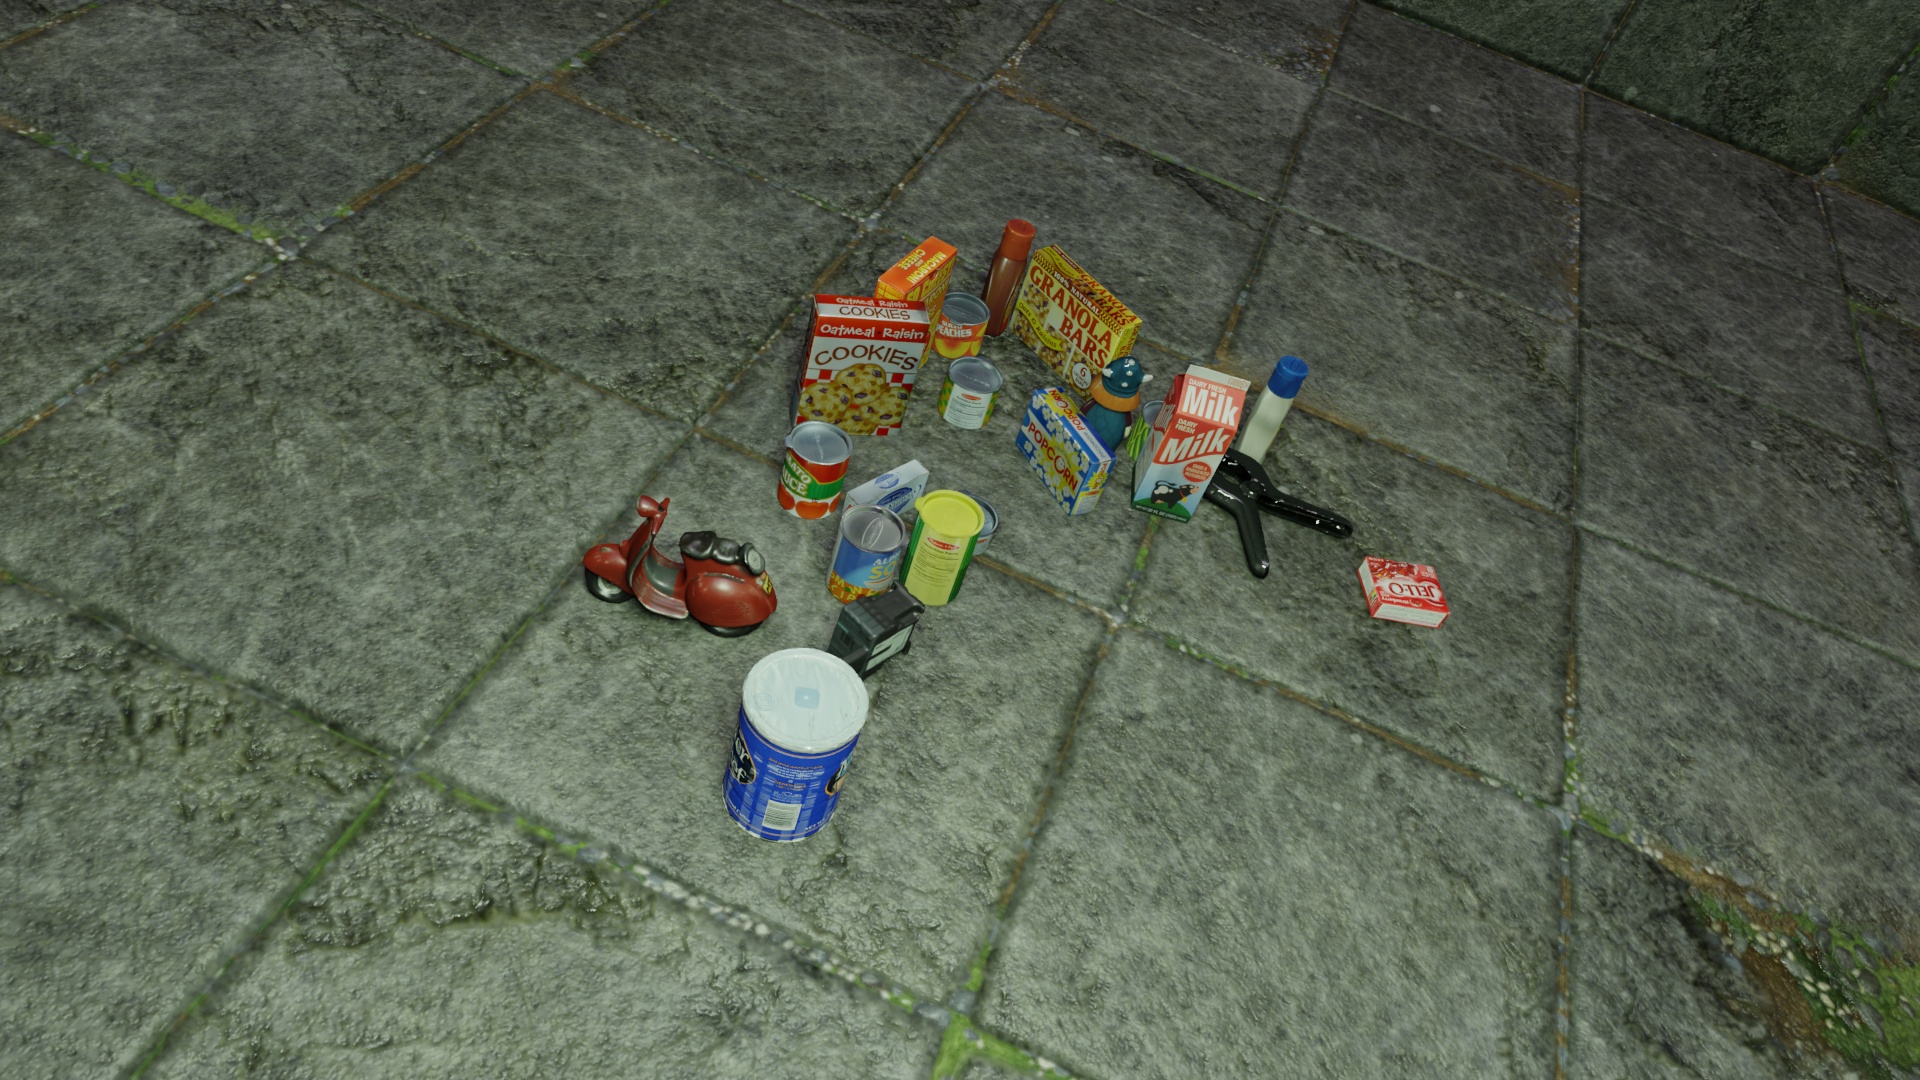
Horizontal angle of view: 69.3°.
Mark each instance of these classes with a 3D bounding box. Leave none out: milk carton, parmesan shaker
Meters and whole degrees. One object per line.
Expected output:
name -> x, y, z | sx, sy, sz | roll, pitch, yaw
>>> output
milk carton -> 0.256, -0.116, 1.555 | 0.072, 0.189, 0.074 | 15, 44, -5
parmesan shaker -> -0.023, 0.007, 1.398 | 0.071, 0.102, 0.072 | 10, 44, -10

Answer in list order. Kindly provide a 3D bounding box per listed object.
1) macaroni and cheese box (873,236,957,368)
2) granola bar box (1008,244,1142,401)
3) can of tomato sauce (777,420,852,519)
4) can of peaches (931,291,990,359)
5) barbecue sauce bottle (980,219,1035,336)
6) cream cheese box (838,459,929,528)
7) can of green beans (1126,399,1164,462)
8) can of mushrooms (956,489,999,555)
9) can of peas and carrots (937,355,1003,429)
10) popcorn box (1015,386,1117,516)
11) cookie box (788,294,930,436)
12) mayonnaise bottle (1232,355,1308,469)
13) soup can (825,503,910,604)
macaroni and cheese box -> -0.064, -0.250, 1.595 | 0.040, 0.165, 0.124 | 30, 44, 11
granola bar box -> 0.140, -0.266, 1.713 | 0.039, 0.123, 0.166 | -22, 57, -35
can of tomato sauce -> -0.154, -0.072, 1.446 | 0.071, 0.082, 0.071 | 10, 44, -10
can of peaches -> -0.003, -0.262, 1.707 | 0.071, 0.057, 0.071 | 10, 44, -10
barbecue sauce bottle -> 0.055, -0.329, 1.728 | 0.044, 0.147, 0.065 | 18, 43, -2
cream cheese box -> -0.081, -0.043, 1.464 | 0.024, 0.053, 0.104 | 42, 48, 22
can of green beans -> 0.237, -0.125, 1.654 | 0.071, 0.057, 0.071 | 10, 44, -10
can of mushrooms -> 0.005, -0.019, 1.484 | 0.071, 0.033, 0.071 | 10, 44, -10
can of peas and carrots -> 0.011, -0.174, 1.623 | 0.071, 0.058, 0.071 | 10, 44, -10
popcorn box -> 0.118, -0.101, 1.569 | 0.038, 0.084, 0.127 | -13, 52, -29
cookie box -> -0.112, -0.189, 1.517 | 0.123, 0.166, 0.040 | 1, 46, -19
mayonnaise bottle -> 0.371, -0.153, 1.665 | 0.041, 0.147, 0.065 | 25, 44, 6
soup can -> -0.092, 0.017, 1.378 | 0.071, 0.083, 0.072 | 10, 44, -10
